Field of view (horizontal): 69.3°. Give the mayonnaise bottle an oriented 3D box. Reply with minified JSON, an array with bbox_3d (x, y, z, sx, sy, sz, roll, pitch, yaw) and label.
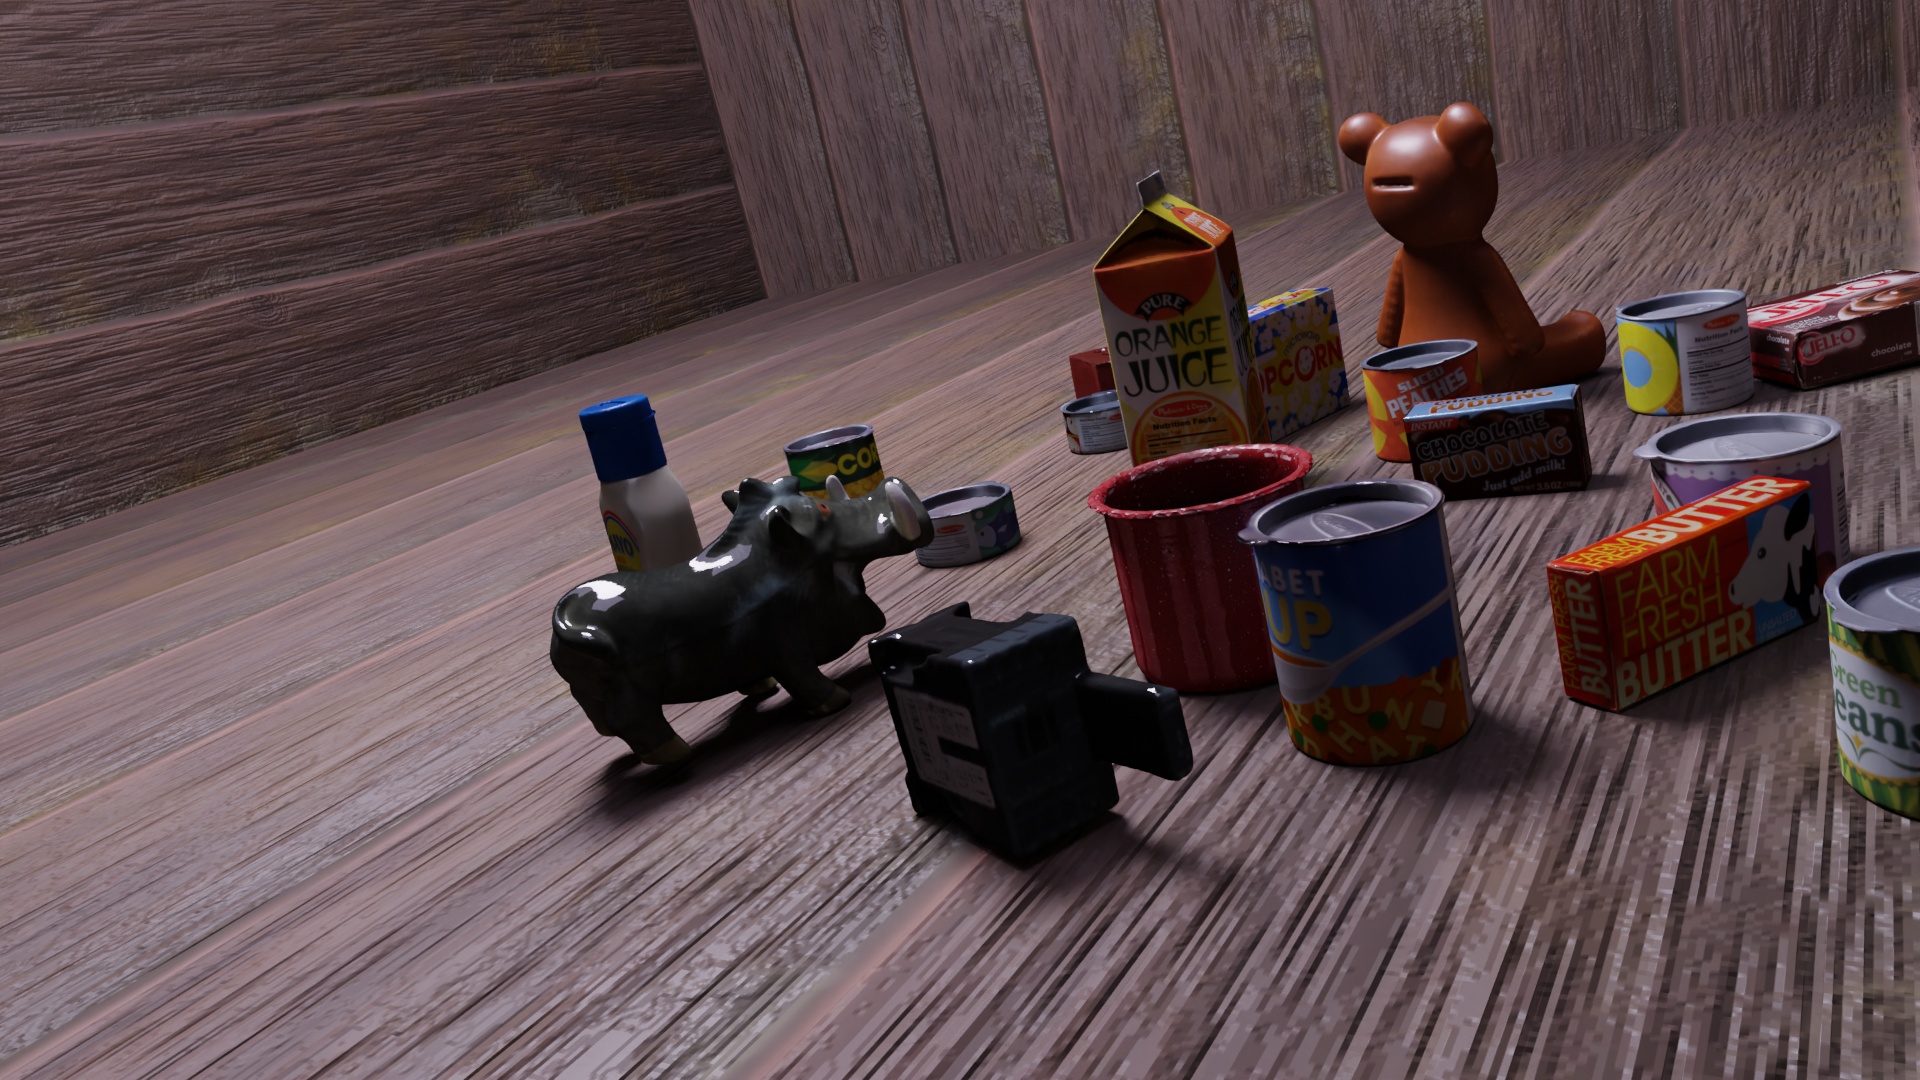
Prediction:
[{"bbox_3d":[-0.162,-0.001,0.731,0.041,0.147,0.065,-23,17,-32],"label":"mayonnaise bottle"}]

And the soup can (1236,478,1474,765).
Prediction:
[{"bbox_3d":[0.139,0.028,0.489,0.071,0.083,0.071,-13,15,4],"label":"soup can"}]

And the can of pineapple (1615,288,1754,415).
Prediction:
[{"bbox_3d":[0.411,-0.108,0.790,0.071,0.057,0.071,-13,15,4],"label":"can of pineapple"}]

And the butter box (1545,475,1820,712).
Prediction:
[{"bbox_3d":[0.255,0.017,0.487,0.104,0.053,0.024,-19,16,-19],"label":"butter box"}]

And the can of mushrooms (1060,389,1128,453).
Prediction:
[{"bbox_3d":[0.110,-0.089,1.031,0.071,0.033,0.071,-13,15,4],"label":"can of mushrooms"}]

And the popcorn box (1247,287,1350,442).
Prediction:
[{"bbox_3d":[0.208,-0.115,0.940,0.127,0.085,0.038,-25,18,-36],"label":"popcorn box"}]

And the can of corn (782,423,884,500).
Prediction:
[{"bbox_3d":[-0.087,-0.047,1.002,0.071,0.058,0.071,-13,15,4],"label":"can of corn"}]

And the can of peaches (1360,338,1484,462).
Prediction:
[{"bbox_3d":[0.273,-0.082,0.817,0.071,0.058,0.071,-13,15,4],"label":"can of peaches"}]

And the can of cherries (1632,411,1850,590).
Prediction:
[{"bbox_3d":[0.305,-0.014,0.544,0.071,0.058,0.072,-13,15,4],"label":"can of cherries"}]

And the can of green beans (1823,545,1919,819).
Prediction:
[{"bbox_3d":[0.278,0.038,0.382,0.071,0.057,0.071,-13,15,4],"label":"can of green beans"}]

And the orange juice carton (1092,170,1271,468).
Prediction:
[{"bbox_3d":[0.128,-0.116,0.808,0.073,0.192,0.072,-8,16,22],"label":"orange juice carton"}]

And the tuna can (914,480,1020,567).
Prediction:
[{"bbox_3d":[0.003,-0.011,0.841,0.071,0.032,0.071,-13,15,4],"label":"tuna can"}]

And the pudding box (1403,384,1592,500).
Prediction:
[{"bbox_3d":[0.276,-0.050,0.715,0.083,0.049,0.030,-5,17,30],"label":"pudding box"}]
